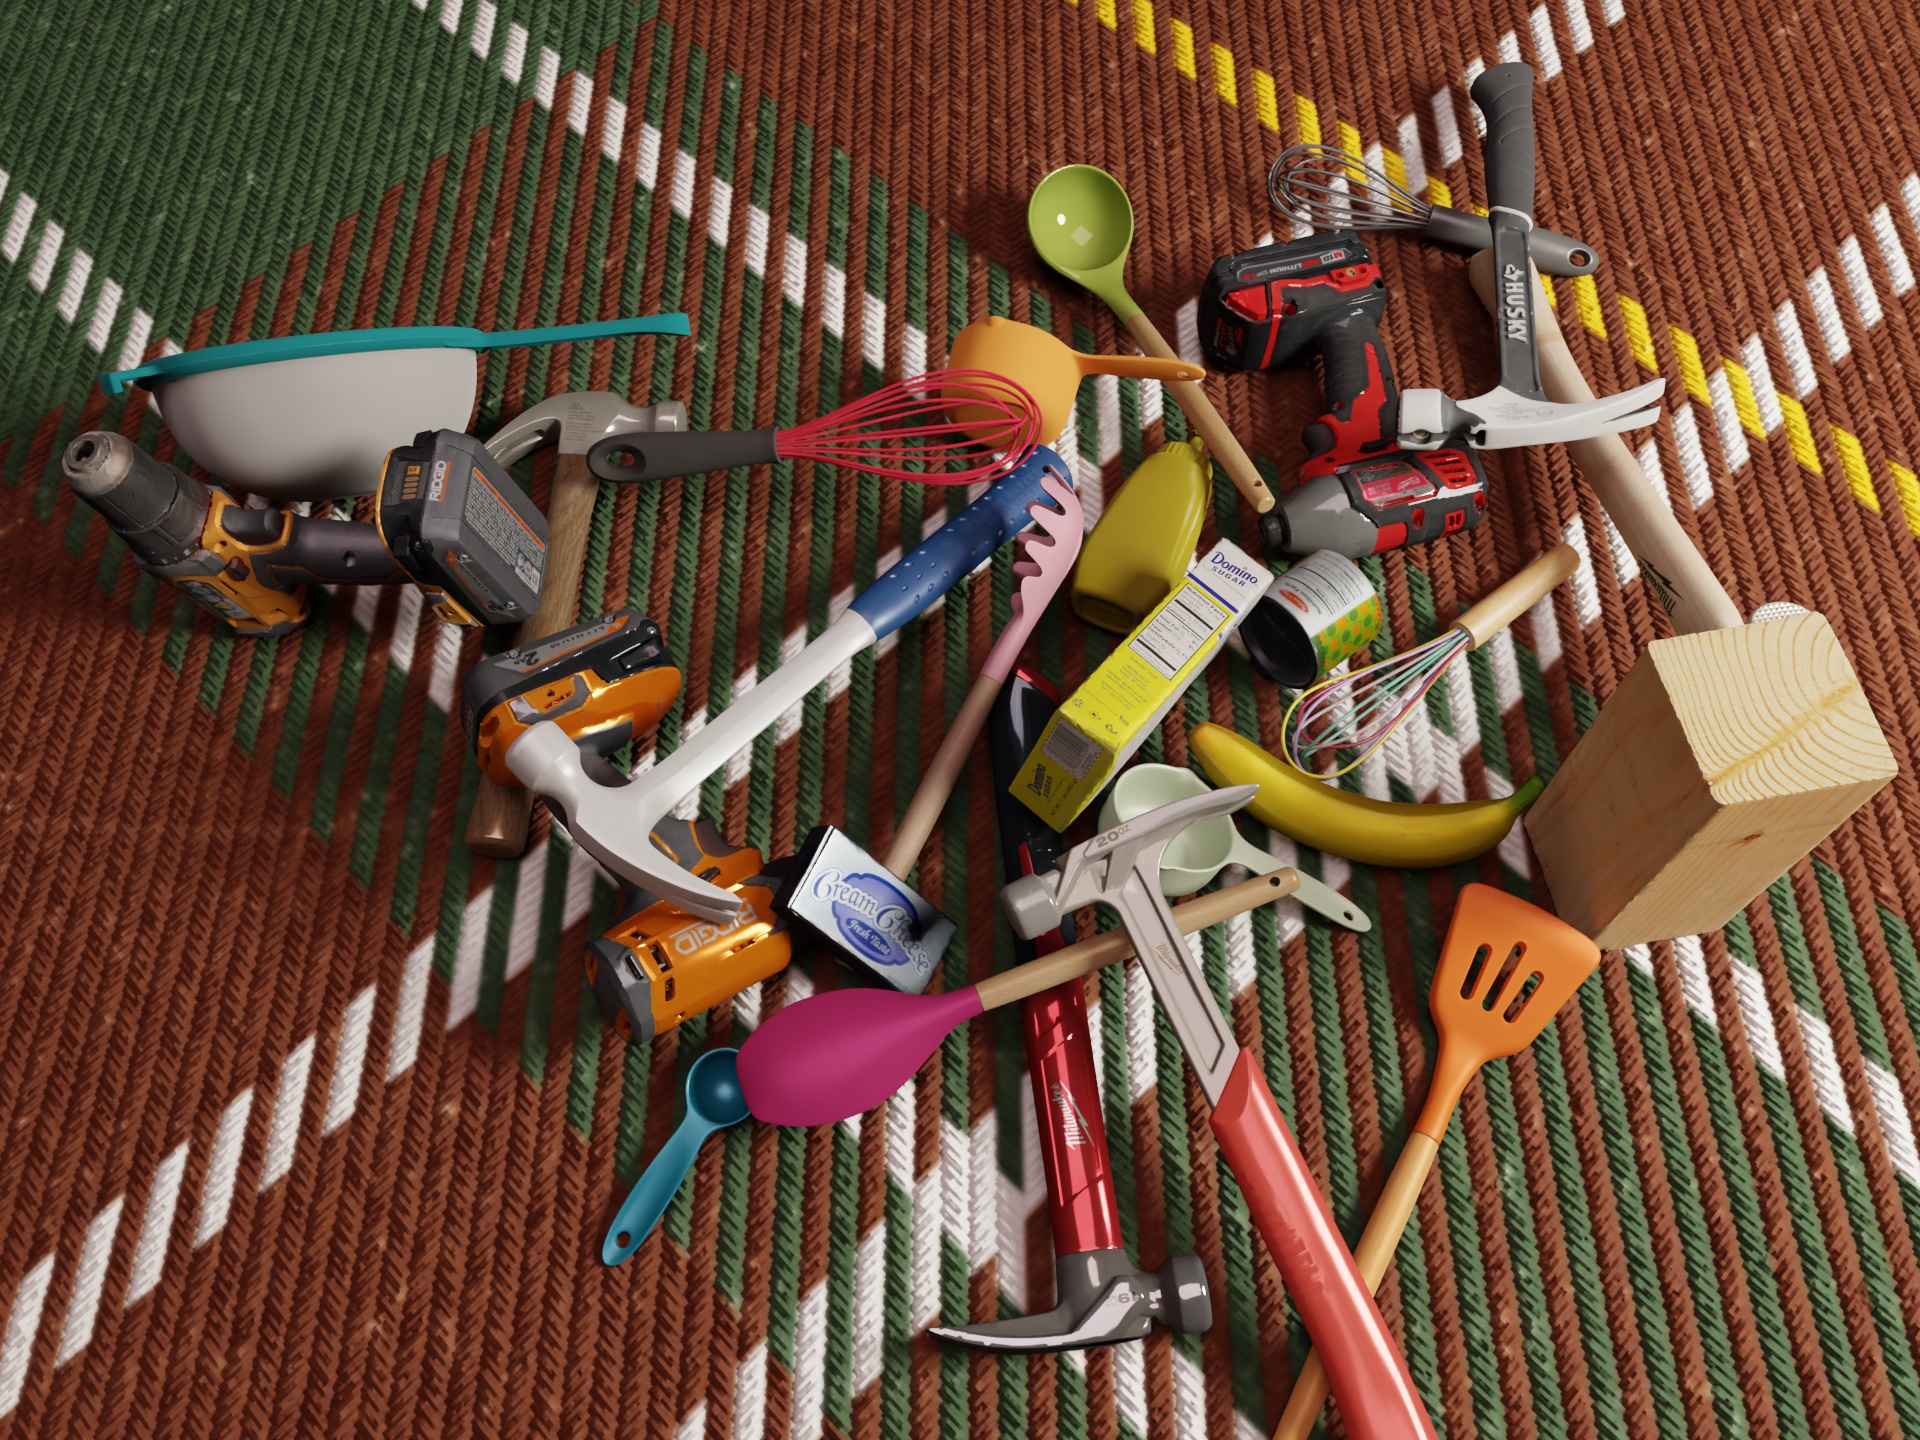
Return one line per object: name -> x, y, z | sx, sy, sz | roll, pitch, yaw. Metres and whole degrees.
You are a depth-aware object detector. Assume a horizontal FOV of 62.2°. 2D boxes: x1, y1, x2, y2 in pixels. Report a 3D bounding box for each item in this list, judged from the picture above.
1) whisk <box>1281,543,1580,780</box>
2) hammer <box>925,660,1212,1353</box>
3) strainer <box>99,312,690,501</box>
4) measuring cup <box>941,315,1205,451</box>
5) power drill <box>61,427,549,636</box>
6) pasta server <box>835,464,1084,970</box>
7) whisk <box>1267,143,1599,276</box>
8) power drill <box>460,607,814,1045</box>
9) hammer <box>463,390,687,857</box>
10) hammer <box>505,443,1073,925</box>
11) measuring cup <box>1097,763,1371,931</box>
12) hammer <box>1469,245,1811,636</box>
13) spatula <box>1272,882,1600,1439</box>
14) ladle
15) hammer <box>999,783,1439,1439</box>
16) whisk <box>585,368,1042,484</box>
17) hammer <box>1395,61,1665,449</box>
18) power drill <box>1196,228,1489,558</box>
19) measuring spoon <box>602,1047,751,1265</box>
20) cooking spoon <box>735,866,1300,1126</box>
whisk -> 0.288, -0.043, 0.966 | 0.245, 0.051, 0.047 | -34, 62, -18
hammer -> 0.034, 0.142, 0.880 | 0.143, 0.038, 0.387 | -7, 62, 0
strainer -> -0.337, -0.196, 1.011 | 0.340, 0.211, 0.095 | -7, 100, -2
measuring cup -> 0.069, -0.208, 1.020 | 0.174, 0.095, 0.052 | 8, 68, 25
power drill -> -0.381, -0.115, 0.930 | 0.226, 0.185, 0.084 | -3, 67, 11
pasta server -> -0.001, -0.003, 0.926 | 0.040, 0.060, 0.316 | 27, 80, -2
whisk -> 0.334, -0.357, 1.127 | 0.239, 0.055, 0.055 | 18, 65, 6
power drill -> -0.167, 0.051, 0.902 | 0.164, 0.084, 0.227 | -24, 71, -29
hammer -> -0.264, -0.071, 1.006 | 0.130, 0.031, 0.332 | 4, 63, 4
hammer -> -0.062, -0.045, 0.928 | 0.144, 0.035, 0.405 | 44, 56, 5
measuring cup -> 0.154, 0.087, 0.909 | 0.167, 0.038, 0.083 | 29, 43, -4
hammer -> 0.403, -0.151, 0.995 | 0.038, 0.146, 0.411 | -9, 53, -4
spatula -> 0.233, 0.236, 0.822 | 0.081, 0.041, 0.323 | 29, 68, 10
ladle -> 0.128, -0.257, 1.051 | 0.078, 0.062, 0.320 | -18, 55, -12
hammer -> 0.159, 0.213, 0.796 | 0.149, 0.036, 0.359 | -23, 73, -7
whisk -> -0.095, -0.175, 0.996 | 0.296, 0.073, 0.073 | -3, 62, 11
hammer -> 0.367, -0.319, 1.045 | 0.149, 0.036, 0.409 | 3, 50, 14
power drill -> 0.236, -0.204, 1.035 | 0.143, 0.078, 0.220 | -15, 66, -5
measuring spoon -> -0.150, 0.235, 0.854 | 0.042, 0.021, 0.129 | 30, 76, 16
cooking spoon -> 0.033, 0.139, 0.850 | 0.319, 0.017, 0.069 | -20, 66, -5
